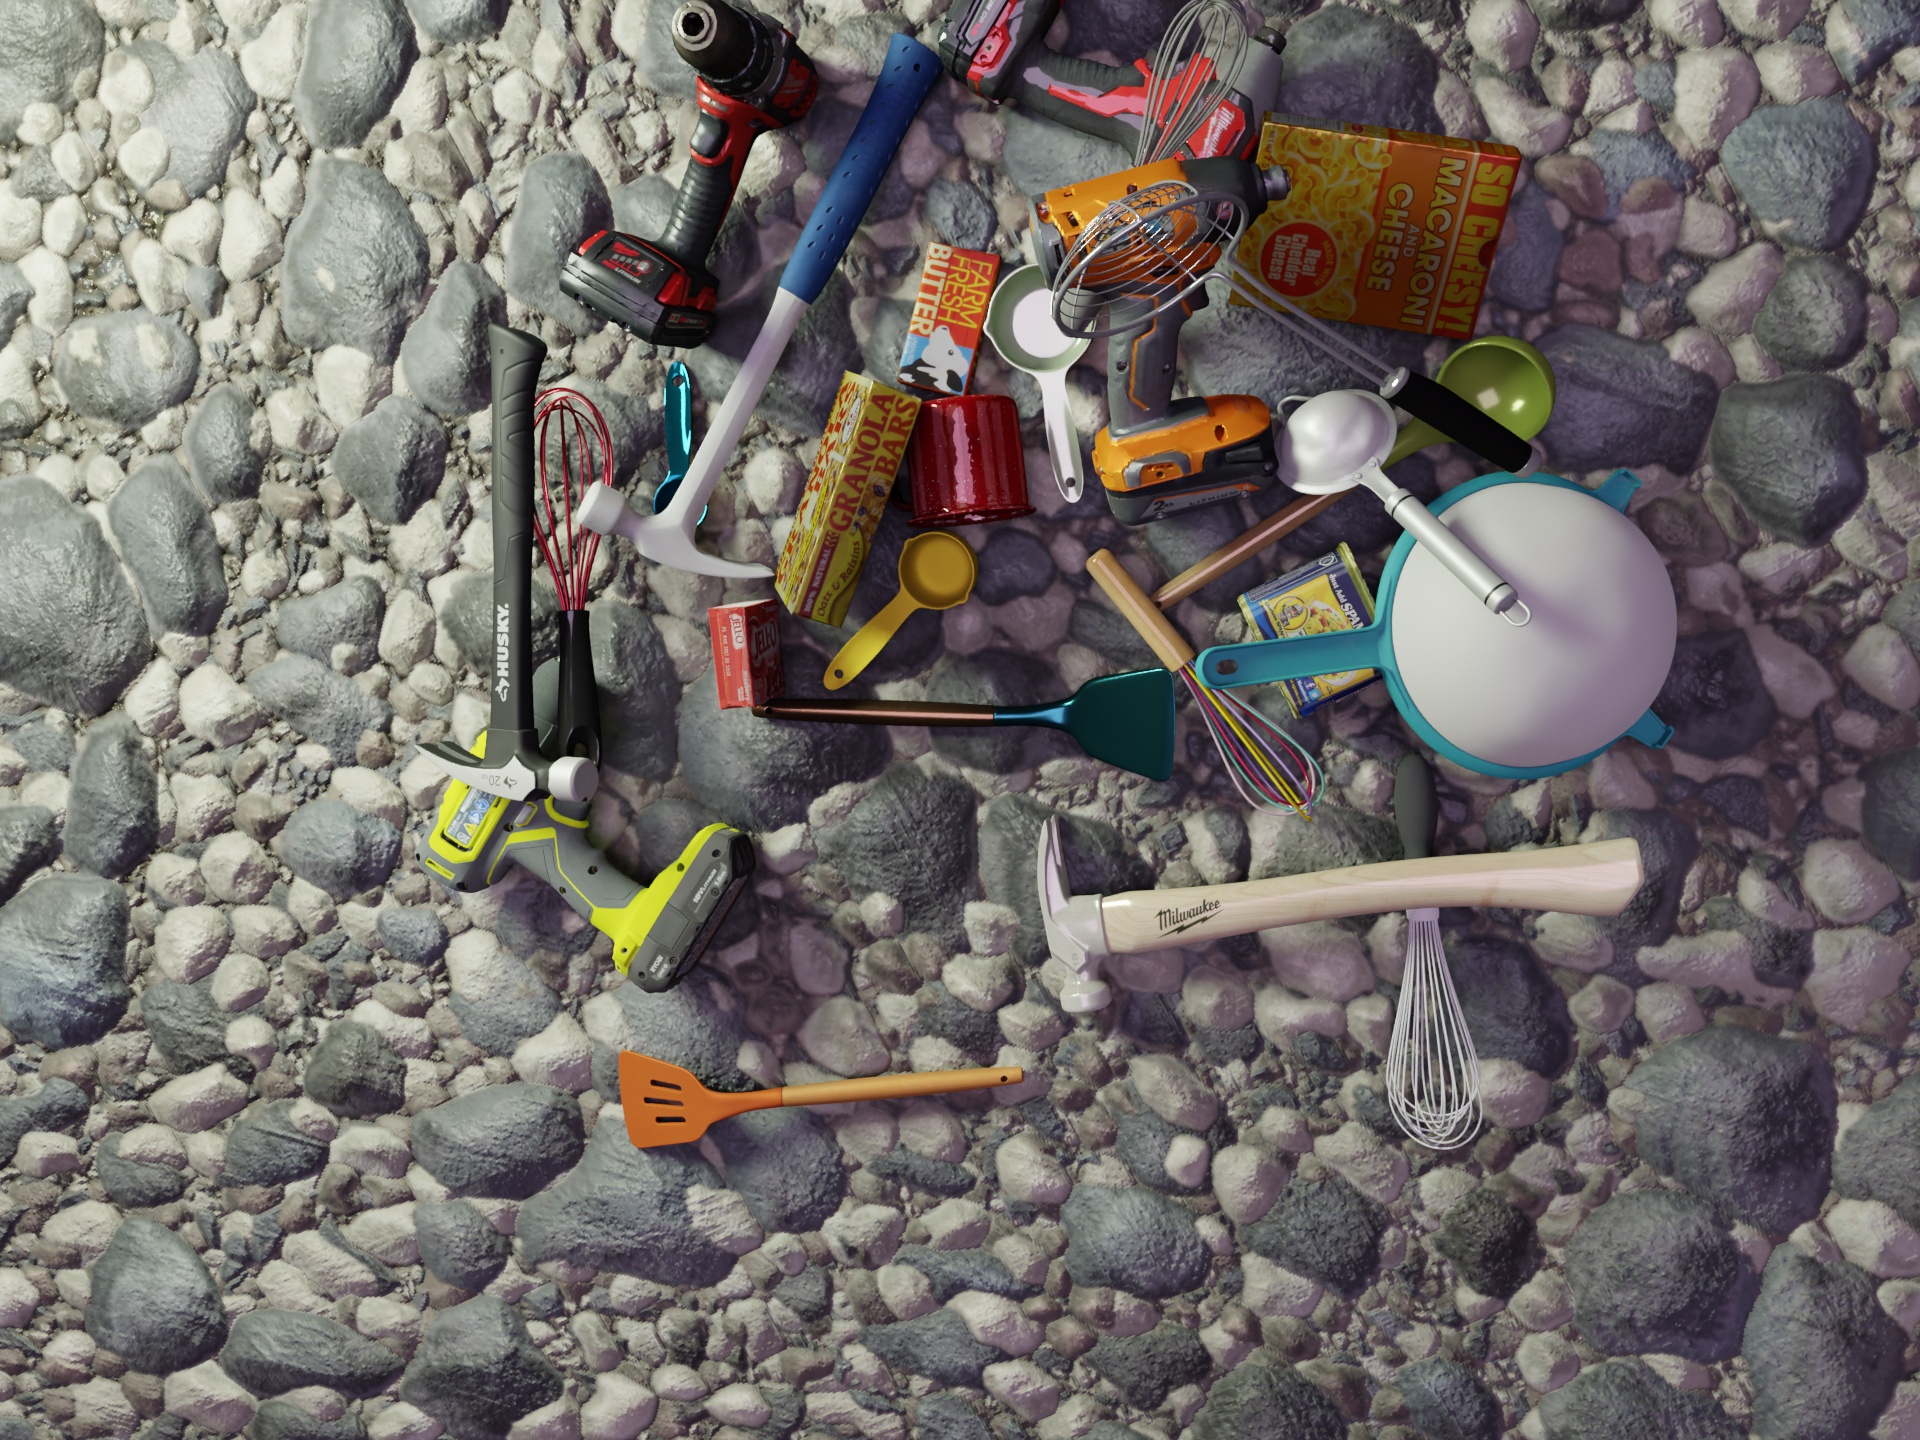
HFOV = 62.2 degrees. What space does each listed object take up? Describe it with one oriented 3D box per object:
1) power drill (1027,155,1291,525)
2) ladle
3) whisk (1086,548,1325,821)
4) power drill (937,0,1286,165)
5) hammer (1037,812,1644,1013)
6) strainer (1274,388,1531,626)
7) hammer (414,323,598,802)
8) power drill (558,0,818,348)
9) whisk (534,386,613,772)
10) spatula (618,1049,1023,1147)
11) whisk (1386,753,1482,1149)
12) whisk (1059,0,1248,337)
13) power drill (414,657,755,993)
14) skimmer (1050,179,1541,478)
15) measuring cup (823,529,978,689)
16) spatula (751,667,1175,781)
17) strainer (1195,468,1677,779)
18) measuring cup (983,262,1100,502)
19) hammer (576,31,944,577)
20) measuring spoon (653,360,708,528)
[{"bbox_3d":[0.147,-0.255,1.047,0.164,0.084,0.226,-14,124,6],"label":"power drill"},{"bbox_3d":[0.261,-0.158,1.104,0.320,0.062,0.078,-33,102,13],"label":"ladle"},{"bbox_3d":[0.173,-0.024,1.128,0.245,0.047,0.051,50,131,-2],"label":"whisk"},{"bbox_3d":[0.107,-0.446,1.079,0.219,0.078,0.143,33,102,0],"label":"power drill"},{"bbox_3d":[0.255,0.114,1.115,0.410,0.038,0.146,-9,94,19],"label":"hammer"},{"bbox_3d":[0.282,-0.148,1.035,0.087,0.050,0.259,-40,56,6],"label":"strainer"},{"bbox_3d":[-0.323,-0.112,1.131,0.146,0.035,0.335,4,96,27],"label":"hammer"},{"bbox_3d":[-0.183,-0.373,1.075,0.080,0.188,0.226,31,105,4],"label":"power drill"},{"bbox_3d":[-0.285,-0.098,1.164,0.073,0.073,0.296,-5,86,9],"label":"whisk"},{"bbox_3d":[-0.112,0.285,1.231,0.322,0.041,0.081,-6,96,5],"label":"spatula"},{"bbox_3d":[0.331,0.166,1.138,0.070,0.070,0.284,-4,92,9],"label":"whisk"},{"bbox_3d":[0.121,-0.359,1.041,0.055,0.055,0.238,29,119,3],"label":"whisk"},{"bbox_3d":[-0.274,0.080,1.200,0.228,0.080,0.190,32,94,5],"label":"power drill"},{"bbox_3d":[0.222,-0.217,0.980,0.363,0.090,0.127,25,141,-21],"label":"skimmer"},{"bbox_3d":[-0.047,-0.079,1.178,0.062,0.029,0.156,45,113,0],"label":"measuring cup"},{"bbox_3d":[-0.002,-0.004,1.166,0.317,0.044,0.082,1,102,9],"label":"spatula"},{"bbox_3d":[0.328,-0.056,1.037,0.340,0.095,0.211,-8,91,-10],"label":"strainer"},{"bbox_3d":[0.067,-0.238,1.130,0.083,0.038,0.167,-9,98,9],"label":"measuring cup"},{"bbox_3d":[-0.118,-0.290,1.134,0.144,0.035,0.405,26,96,-23],"label":"hammer"},{"bbox_3d":[-0.207,-0.203,1.187,0.042,0.021,0.128,-2,88,9],"label":"measuring spoon"}]
